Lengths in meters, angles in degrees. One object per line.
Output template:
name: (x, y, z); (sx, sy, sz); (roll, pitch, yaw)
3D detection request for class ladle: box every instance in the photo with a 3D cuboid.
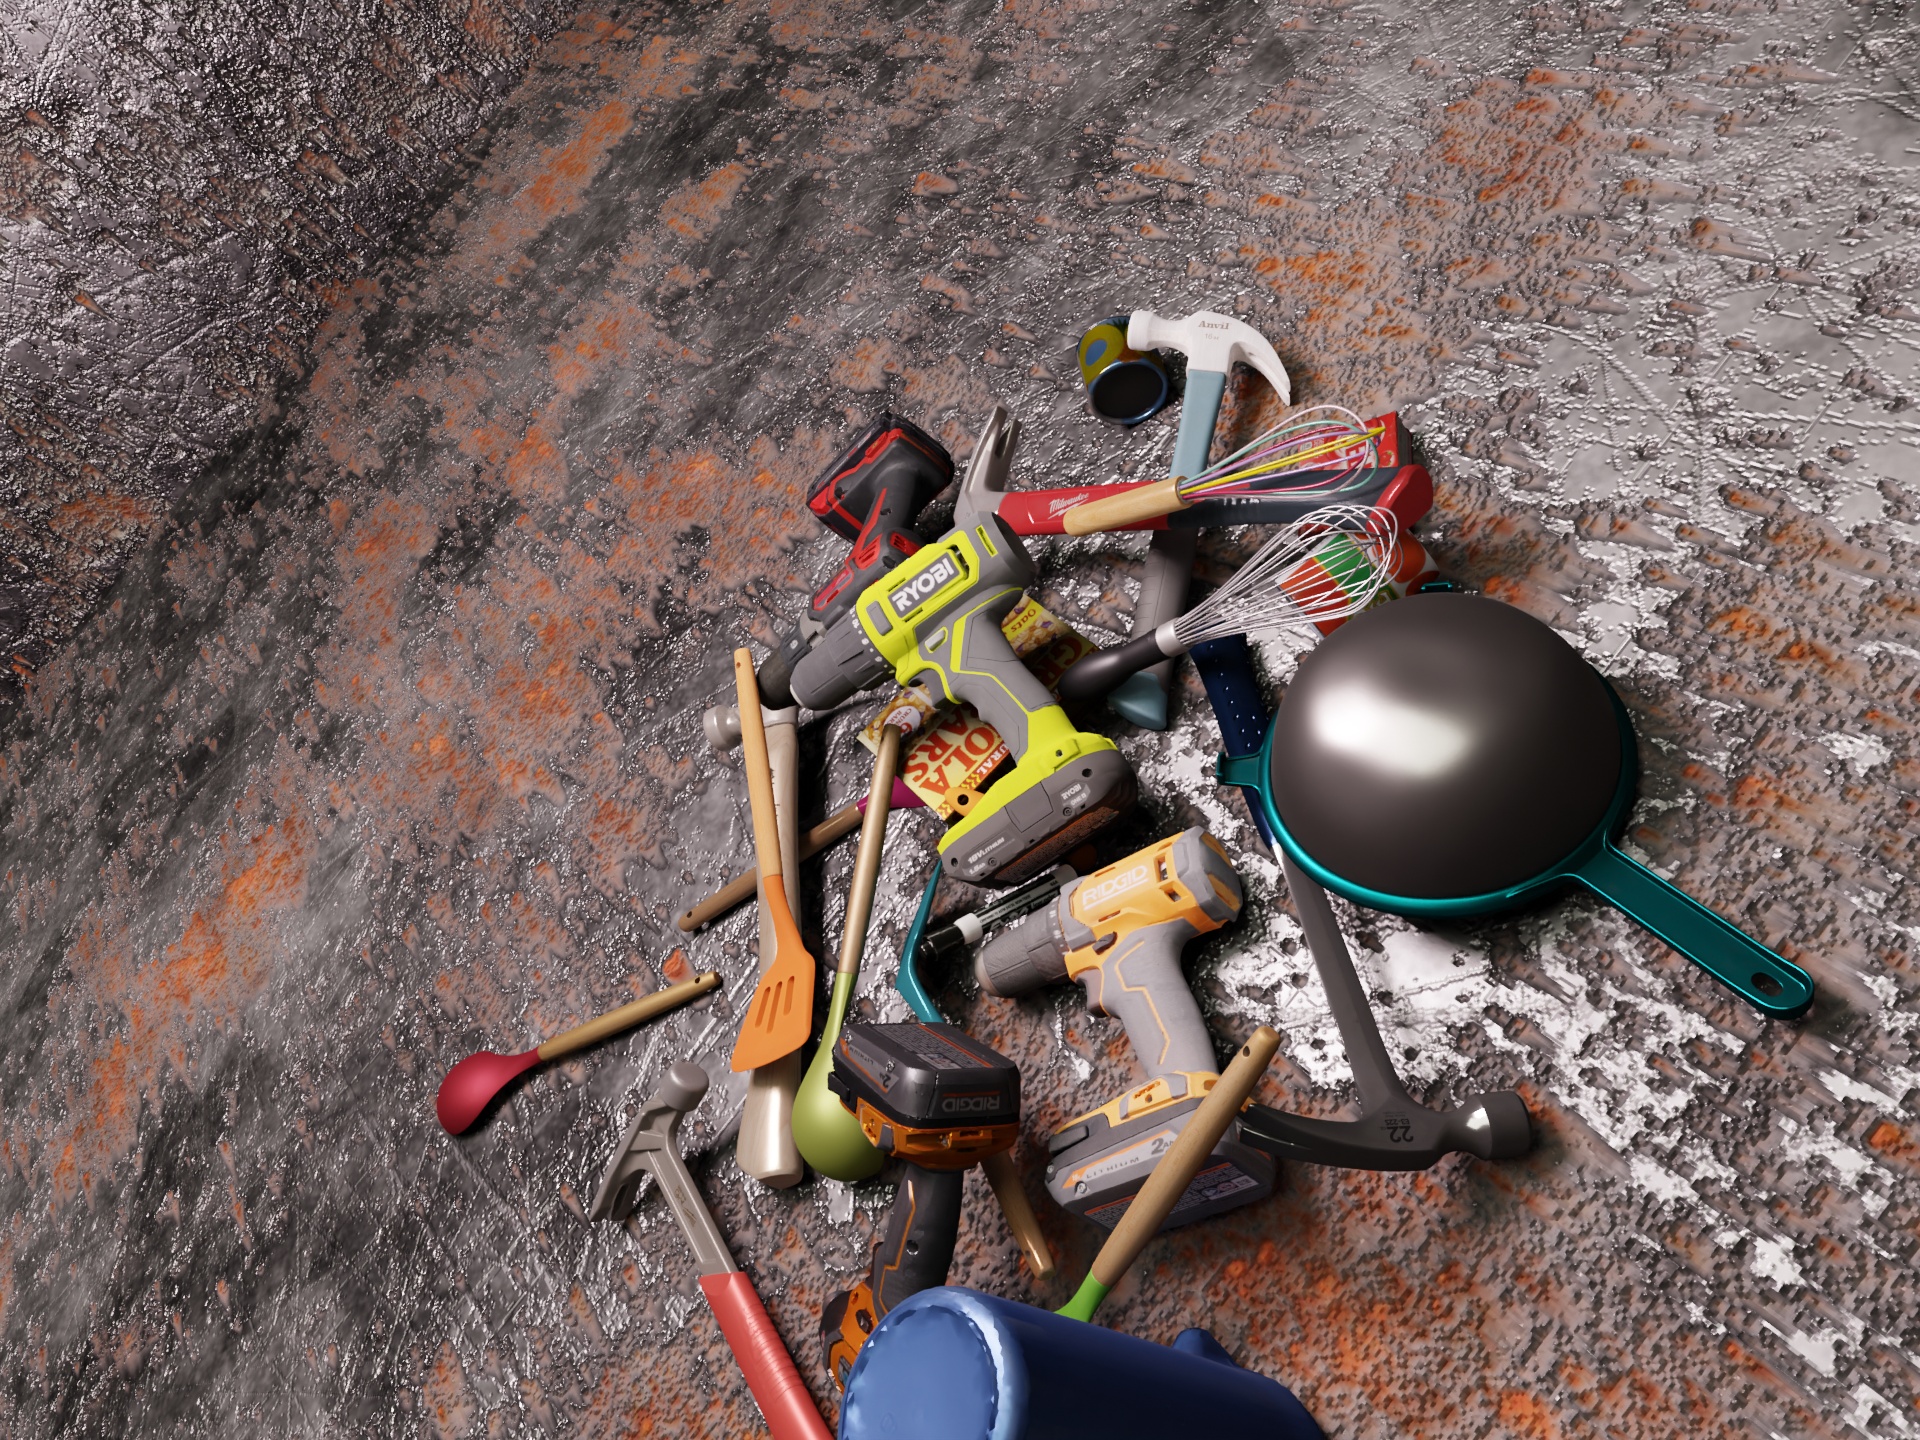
ladle: (-0.320, 0.264, 1.296); (0.315, 0.031, 0.069); (-26, 47, 22)
ladle: (-0.062, 0.154, 1.101); (0.078, 0.062, 0.320); (-31, 45, 57)

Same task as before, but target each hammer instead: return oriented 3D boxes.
hammer: (0.193, 0.083, 0.942); (0.144, 0.035, 0.406); (-4, 44, -7)
hammer: (0.157, -0.151, 1.151); (0.128, 0.033, 0.331); (9, 71, 15)
hammer: (-0.144, 0.395, 1.028); (0.359, 0.036, 0.149); (47, 116, 43)
hammer: (-0.129, 0.139, 1.190); (0.146, 0.038, 0.411); (-22, 53, 23)
hammer: (0.145, -0.162, 1.094); (0.386, 0.038, 0.143); (4, 73, 45)

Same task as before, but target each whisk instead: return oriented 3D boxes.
whisk: (0.161, -0.065, 1.014); (0.284, 0.070, 0.070); (-26, 45, 46)
whisk: (0.164, -0.151, 1.019); (0.245, 0.051, 0.047); (-11, 41, 45)

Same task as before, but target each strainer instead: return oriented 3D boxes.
strainer: (0.300, 0.031, 0.848); (0.211, 0.095, 0.341); (-38, 46, -10)

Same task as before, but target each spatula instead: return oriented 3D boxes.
spatula: (0.006, 0.216, 1.003); (0.082, 0.044, 0.318); (-67, 31, 29)
spatula: (-0.146, 0.091, 1.156); (0.081, 0.041, 0.323); (-28, 61, 35)

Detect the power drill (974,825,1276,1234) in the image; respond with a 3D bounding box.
power drill: (0.090, 0.190, 0.960); (0.185, 0.084, 0.226); (-28, 43, 26)

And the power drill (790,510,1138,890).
power drill: (-0.002, -0.003, 1.076); (0.190, 0.080, 0.229); (-35, 69, 15)

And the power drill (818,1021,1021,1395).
power drill: (-0.036, 0.297, 0.934); (0.164, 0.084, 0.226); (10, 95, 62)

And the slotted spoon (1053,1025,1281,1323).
slotted spoon: (0.089, 0.281, 0.847); (0.313, 0.031, 0.070); (-63, 30, 25)

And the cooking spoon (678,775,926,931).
cooking spoon: (-0.097, 0.083, 1.238); (0.319, 0.017, 0.069); (-33, 44, 17)

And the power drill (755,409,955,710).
power drill: (-0.086, -0.121, 1.255); (0.188, 0.080, 0.227); (-40, 27, 32)

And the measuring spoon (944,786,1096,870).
measuring spoon: (0.040, 0.072, 1.092); (0.117, 0.011, 0.021); (24, 81, 16)
